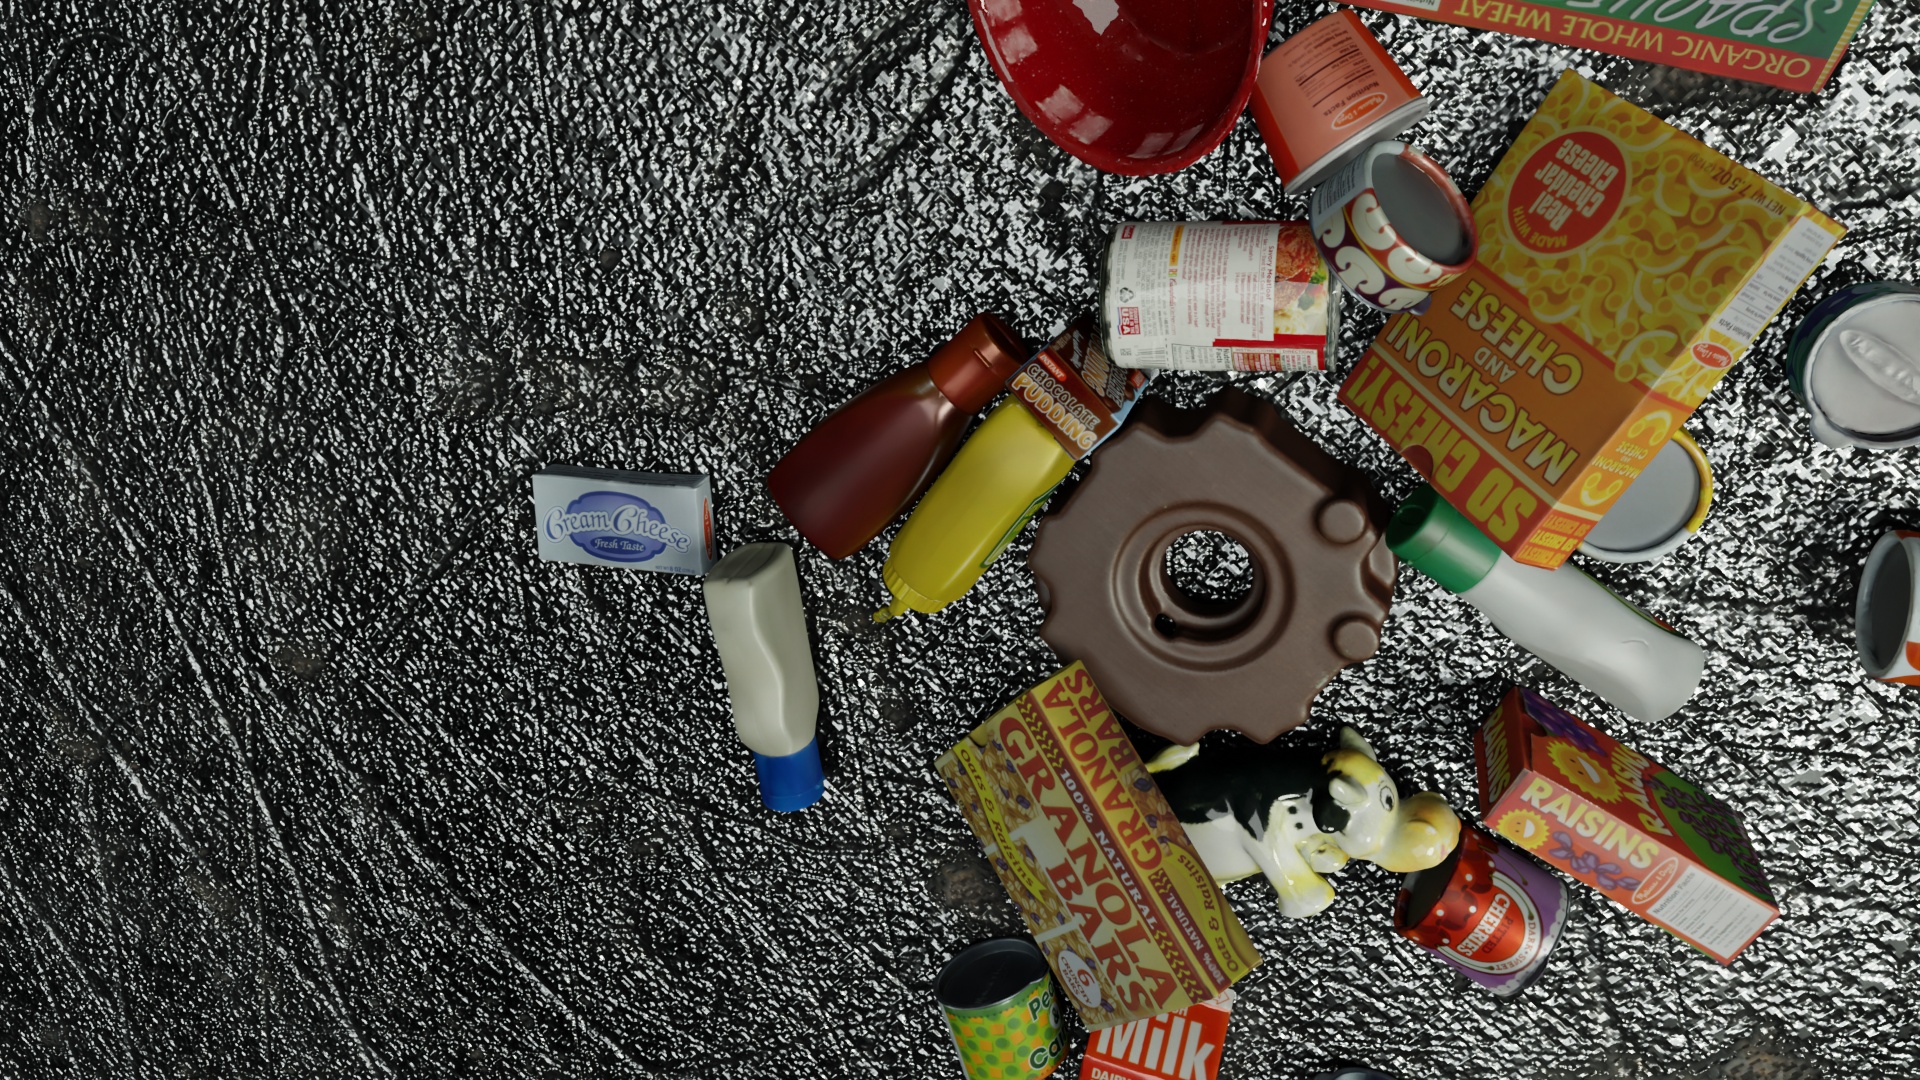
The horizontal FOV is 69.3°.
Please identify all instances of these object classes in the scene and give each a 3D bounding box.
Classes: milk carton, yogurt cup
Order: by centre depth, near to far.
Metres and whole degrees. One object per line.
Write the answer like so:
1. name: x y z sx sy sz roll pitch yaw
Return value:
1. yogurt cup: 0.156 -0.188 0.593 0.072 0.072 0.054 -31 89 24
2. milk carton: 0.102 0.320 0.782 0.072 0.074 0.189 12 112 13

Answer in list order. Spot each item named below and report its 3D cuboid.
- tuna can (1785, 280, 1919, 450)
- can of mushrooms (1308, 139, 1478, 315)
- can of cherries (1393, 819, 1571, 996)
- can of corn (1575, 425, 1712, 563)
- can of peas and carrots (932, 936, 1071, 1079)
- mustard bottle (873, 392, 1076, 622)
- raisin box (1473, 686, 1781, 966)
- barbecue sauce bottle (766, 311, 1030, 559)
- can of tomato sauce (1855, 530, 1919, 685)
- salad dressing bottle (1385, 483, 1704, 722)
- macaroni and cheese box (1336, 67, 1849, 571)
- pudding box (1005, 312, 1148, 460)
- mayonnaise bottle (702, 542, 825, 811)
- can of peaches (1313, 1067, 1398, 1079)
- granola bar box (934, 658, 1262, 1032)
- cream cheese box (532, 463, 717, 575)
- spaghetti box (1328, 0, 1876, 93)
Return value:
1. tuna can: 0.382 -0.071 0.579 0.071 0.033 0.070 6 110 15
2. can of mushrooms: 0.183 -0.129 0.579 0.071 0.071 0.033 48 140 -3
3. can of cherries: 0.257 0.181 0.686 0.058 0.072 0.071 31 115 5
4. can of corn: 0.287 -0.032 0.609 0.071 0.058 0.071 6 111 15
5. can of peas and carrots: 0.026 0.269 0.792 0.071 0.071 0.058 -12 106 21
6. mustard bottle: 0.003 -0.009 0.706 0.049 0.065 0.159 42 121 5
7. raisin box: 0.304 0.129 0.645 0.123 0.086 0.040 30 117 5
8. barbecue sauce bottle: -0.029 -0.056 0.708 0.148 0.044 0.065 -40 93 24
9. can of tomato sauce: 0.433 0.033 0.584 0.083 0.071 0.071 7 111 15
10. salad dressing bottle: 0.261 0.027 0.626 0.147 0.064 0.044 31 94 -8
11. macaroni and cheese box: 0.247 -0.090 0.572 0.165 0.040 0.124 -59 41 25
12. pudding box: 0.056 -0.073 0.652 0.030 0.084 0.049 -41 93 25
13. mayonnaise bottle: -0.105 0.079 0.770 0.041 0.065 0.147 -1 112 17
14. can of peaches: 0.218 0.331 0.755 0.071 0.071 0.057 17 114 11
15. granola bar box: 0.063 0.158 0.700 0.166 0.039 0.123 59 147 11
16. cream cheese box: -0.189 -0.012 0.783 0.104 0.024 0.053 5 109 15
17. spaghetti box: 0.227 -0.232 0.562 0.250 0.029 0.050 16 143 11
